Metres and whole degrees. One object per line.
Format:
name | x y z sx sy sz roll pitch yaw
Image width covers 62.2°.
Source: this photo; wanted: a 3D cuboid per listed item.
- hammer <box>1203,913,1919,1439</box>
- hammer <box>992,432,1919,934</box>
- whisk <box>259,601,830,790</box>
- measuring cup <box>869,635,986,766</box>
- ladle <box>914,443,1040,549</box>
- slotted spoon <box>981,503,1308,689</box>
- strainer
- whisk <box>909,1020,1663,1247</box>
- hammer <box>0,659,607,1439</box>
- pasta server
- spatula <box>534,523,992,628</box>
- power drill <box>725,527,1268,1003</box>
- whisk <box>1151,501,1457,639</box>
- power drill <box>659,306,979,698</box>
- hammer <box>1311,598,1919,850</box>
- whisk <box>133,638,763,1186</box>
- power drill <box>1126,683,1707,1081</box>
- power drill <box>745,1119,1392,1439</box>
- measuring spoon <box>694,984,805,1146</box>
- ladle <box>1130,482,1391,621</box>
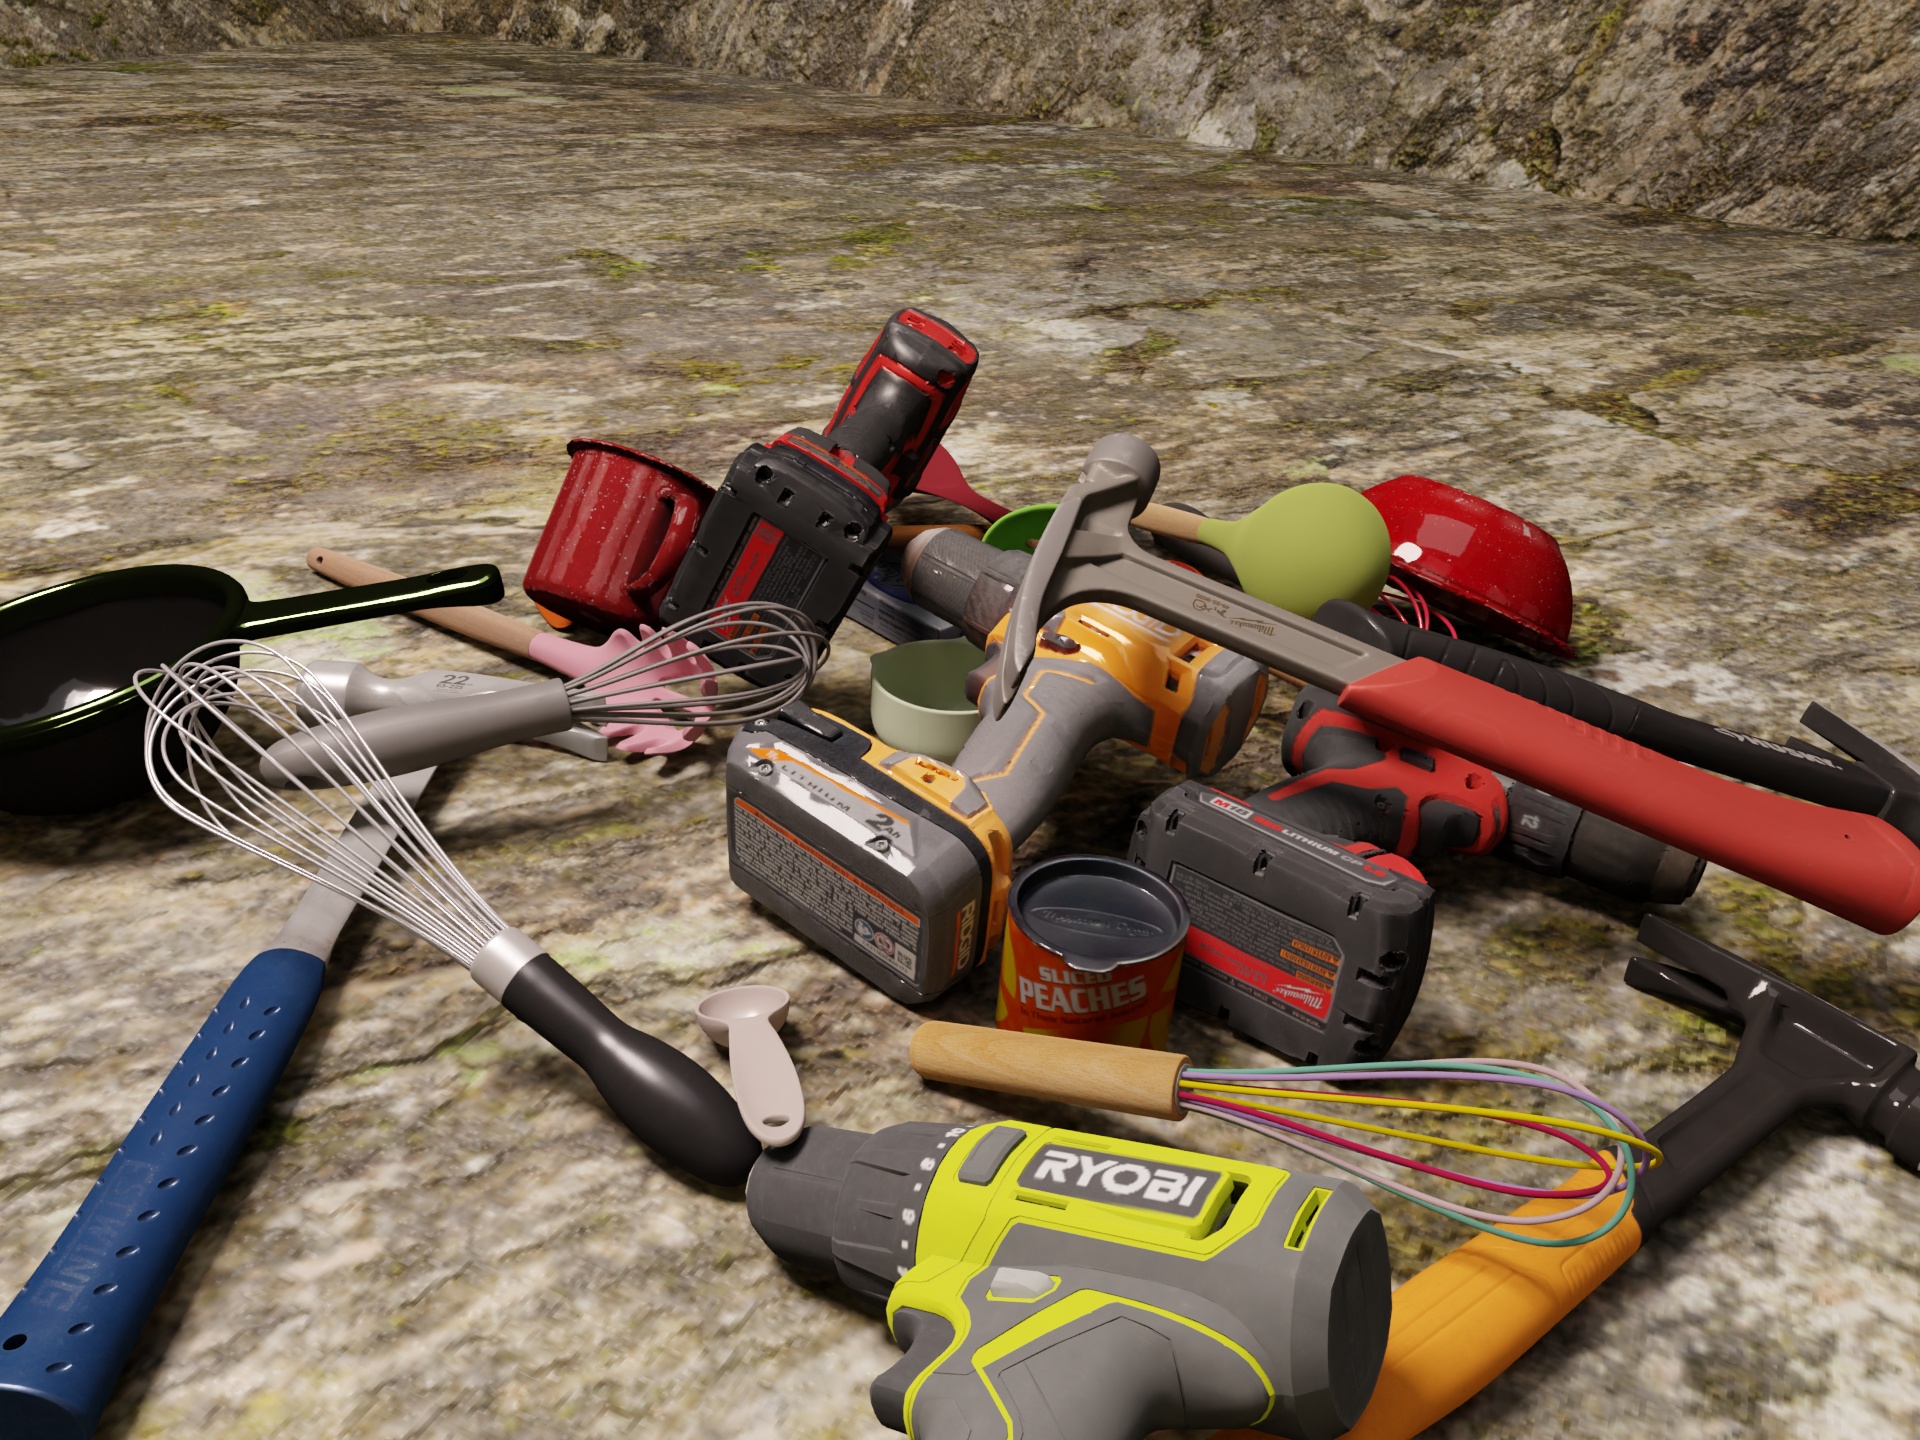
hammer | 0.192 0.158 0.511 0.337 0.034 0.127 -19 37 -35
hammer | 0.194 0.005 0.610 0.359 0.036 0.149 23 50 2
whisk | -0.168 -0.007 0.669 0.239 0.055 0.055 -14 34 -21
measuring cup | 0.009 -0.025 0.812 0.083 0.038 0.168 14 28 16
ladle | 0.050 -0.107 0.946 0.316 0.031 0.069 34 36 29
slotted spoon | 0.156 -0.030 0.793 0.314 0.070 0.031 25 35 8
strainer | -0.320 -0.015 0.685 0.256 0.069 0.152 -11 31 -6
whisk | 0.094 0.124 0.514 0.245 0.051 0.047 2 2 28
hammer | -0.235 0.083 0.582 0.144 0.035 0.406 4 29 -2
pasta server | -0.239 -0.047 0.814 0.316 0.060 0.040 20 -2 30
spatula | -0.089 -0.096 0.942 0.322 0.041 0.081 -5 30 -26
power drill | -0.001 -0.002 0.679 0.185 0.084 0.226 30 47 27
whisk | 0.183 -0.077 0.913 0.073 0.073 0.296 -7 25 -20
power drill | -0.065 -0.114 0.820 0.078 0.143 0.220 32 37 -4
hammer | 0.312 0.002 0.722 0.334 0.035 0.146 15 22 -13
whisk | -0.177 0.064 0.546 0.285 0.070 0.070 36 37 13
power drill | 0.190 0.056 0.656 0.188 0.080 0.226 24 31 29
power drill | -0.019 0.178 0.385 0.190 0.080 0.228 1 23 32
measuring spoon | -0.067 0.118 0.531 0.034 0.018 0.124 -7 13 -12
ladle | 0.144 -0.108 0.915 0.062 0.078 0.320 12 9 -17
